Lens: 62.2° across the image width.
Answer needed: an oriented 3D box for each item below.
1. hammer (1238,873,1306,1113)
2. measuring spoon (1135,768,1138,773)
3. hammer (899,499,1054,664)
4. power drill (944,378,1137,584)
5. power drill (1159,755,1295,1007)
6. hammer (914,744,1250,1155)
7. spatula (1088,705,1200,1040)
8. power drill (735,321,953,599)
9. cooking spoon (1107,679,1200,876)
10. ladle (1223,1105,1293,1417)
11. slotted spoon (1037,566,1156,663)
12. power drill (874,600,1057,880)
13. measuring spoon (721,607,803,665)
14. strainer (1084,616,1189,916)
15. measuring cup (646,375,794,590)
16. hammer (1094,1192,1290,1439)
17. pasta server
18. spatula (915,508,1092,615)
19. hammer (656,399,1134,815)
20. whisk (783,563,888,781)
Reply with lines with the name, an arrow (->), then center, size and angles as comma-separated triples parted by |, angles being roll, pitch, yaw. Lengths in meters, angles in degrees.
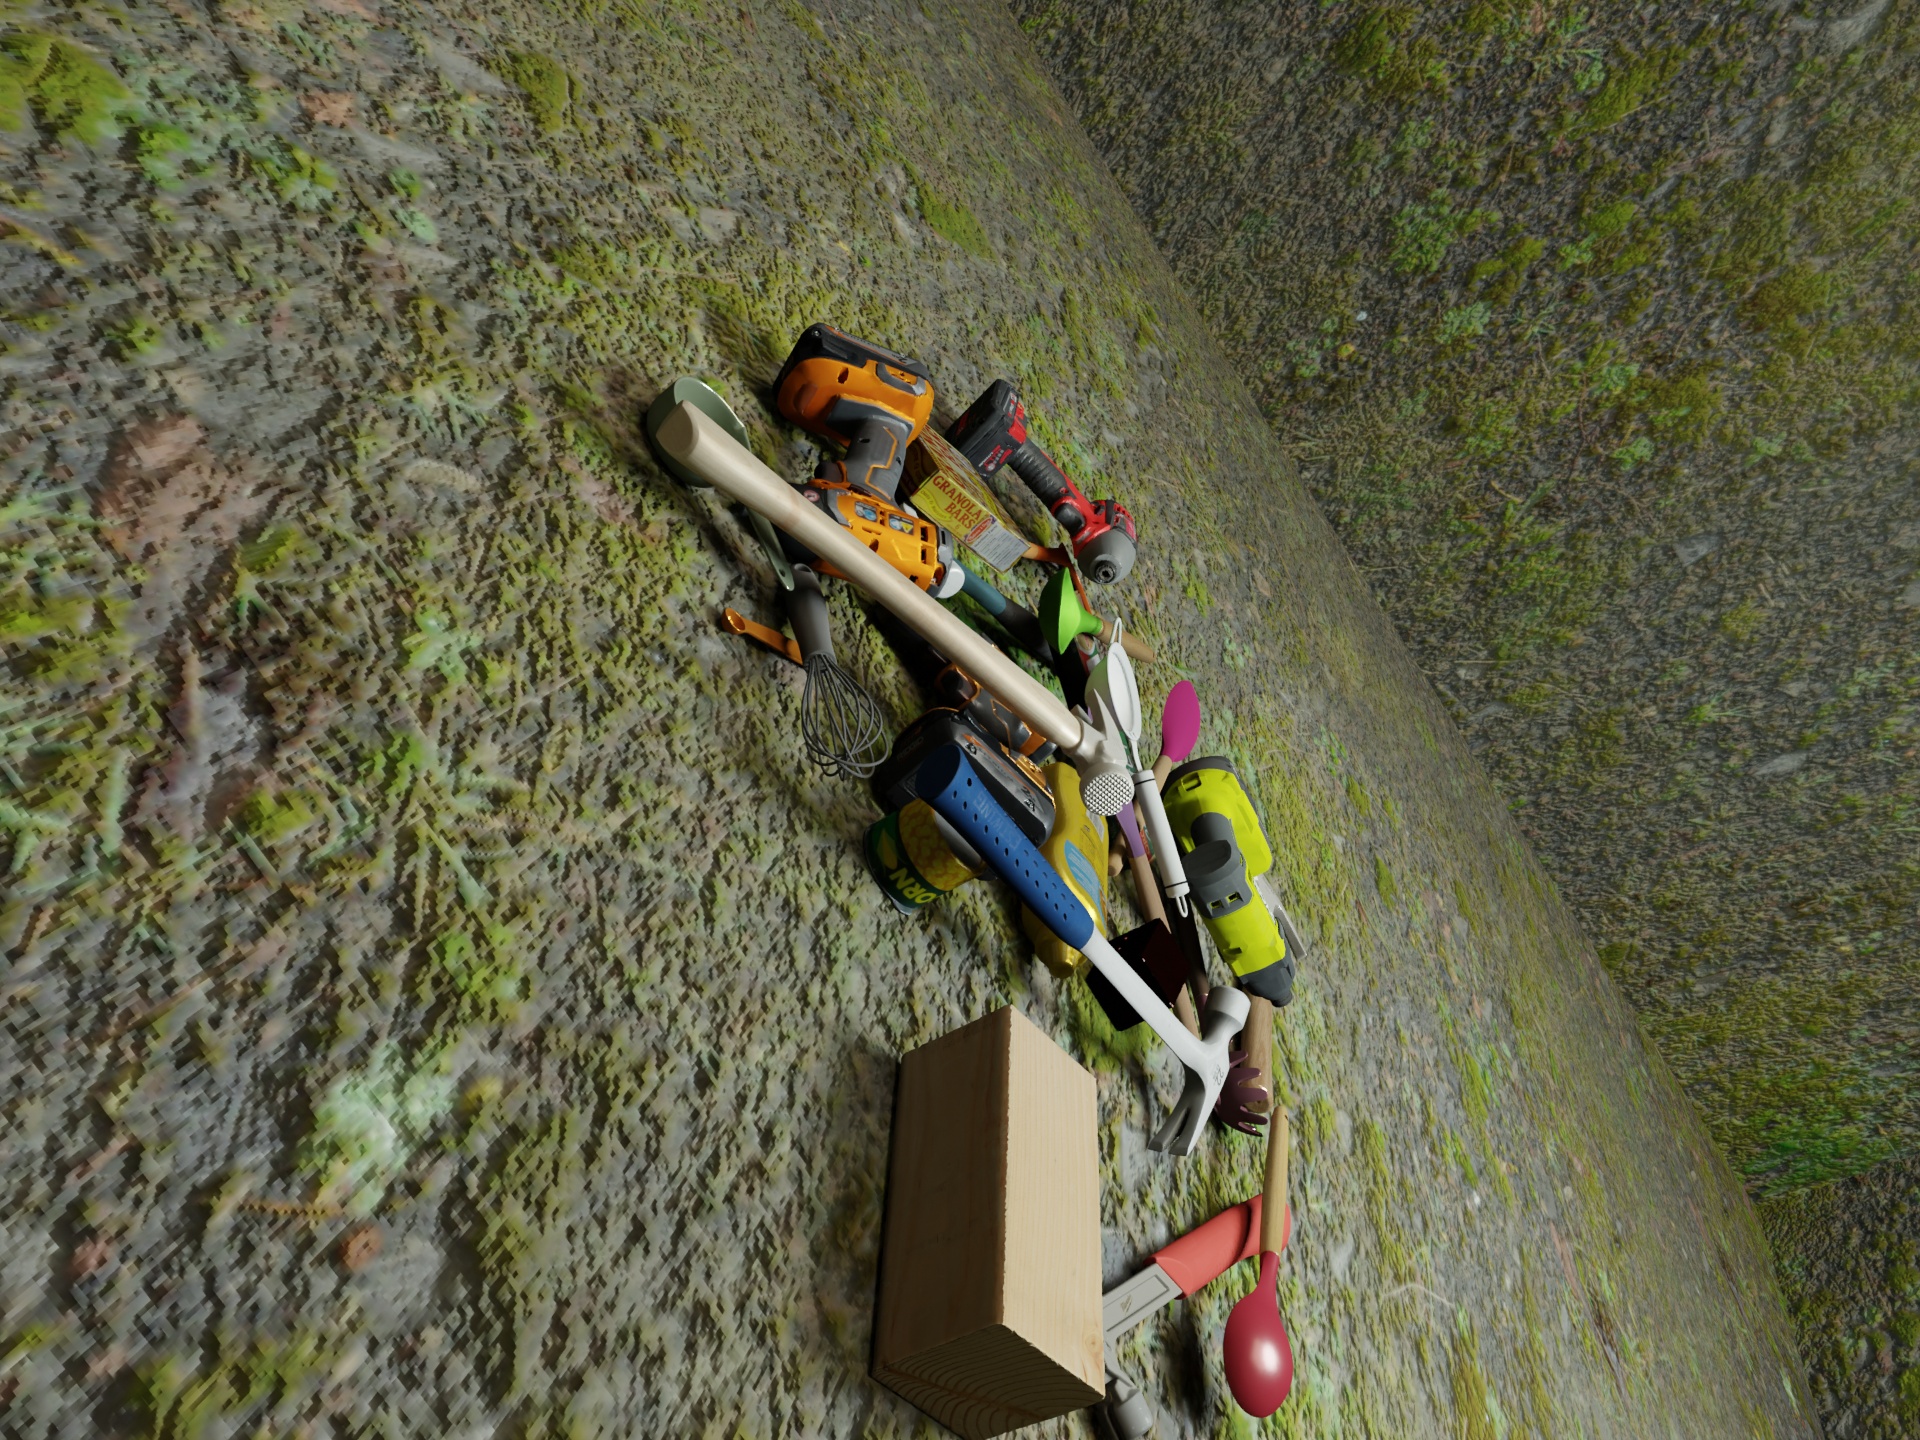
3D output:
hammer -> 0.283, 0.250, 1.512 | 0.130, 0.031, 0.331 | 51, 26, -18
measuring spoon -> 0.148, 0.047, 1.509 | 0.124, 0.018, 0.034 | 30, 35, -59
hammer -> 0.037, -0.098, 1.399 | 0.330, 0.033, 0.128 | 33, 16, -53
power drill -> 0.087, -0.222, 1.561 | 0.219, 0.078, 0.143 | 41, 24, -15
power drill -> 0.249, 0.146, 1.460 | 0.171, 0.080, 0.223 | 59, 15, -24
hammer -> 0.090, 0.160, 1.111 | 0.405, 0.035, 0.144 | 49, 53, -36
spatula -> 0.152, 0.136, 1.310 | 0.060, 0.018, 0.316 | -32, 107, -67
power drill -> -0.093, -0.200, 1.220 | 0.164, 0.084, 0.227 | 16, 47, -25
cooking spoon -> 0.178, 0.050, 1.430 | 0.319, 0.017, 0.068 | -53, 129, -55
ladle -> 0.229, 0.382, 1.174 | 0.069, 0.031, 0.315 | 54, 24, -10
slotted spoon -> 0.124, -0.077, 1.393 | 0.313, 0.031, 0.070 | 15, 79, -67
power drill -> -0.002, -0.004, 1.194 | 0.185, 0.084, 0.226 | 44, 23, -15
measuring spoon -> -0.127, -0.051, 1.091 | 0.116, 0.011, 0.021 | 28, 31, -55
strainer -> 0.149, 0.042, 1.345 | 0.086, 0.050, 0.258 | 7, 65, -68
measuring cup -> -0.165, -0.158, 1.104 | 0.167, 0.038, 0.083 | 64, 24, 5
hammer -> 0.154, 0.373, 1.115 | 0.359, 0.036, 0.149 | 6, 57, -60
pasta server -> 0.216, 0.224, 1.403 | 0.317, 0.040, 0.060 | -96, -172, -47
spatula -> 0.050, -0.163, 1.545 | 0.322, 0.041, 0.081 | 11, 52, -54
hammer -> -0.038, -0.087, 1.119 | 0.410, 0.038, 0.146 | 38, 19, -22
whisk -> -0.091, -0.039, 1.067 | 0.055, 0.055, 0.239 | 41, 18, -36
